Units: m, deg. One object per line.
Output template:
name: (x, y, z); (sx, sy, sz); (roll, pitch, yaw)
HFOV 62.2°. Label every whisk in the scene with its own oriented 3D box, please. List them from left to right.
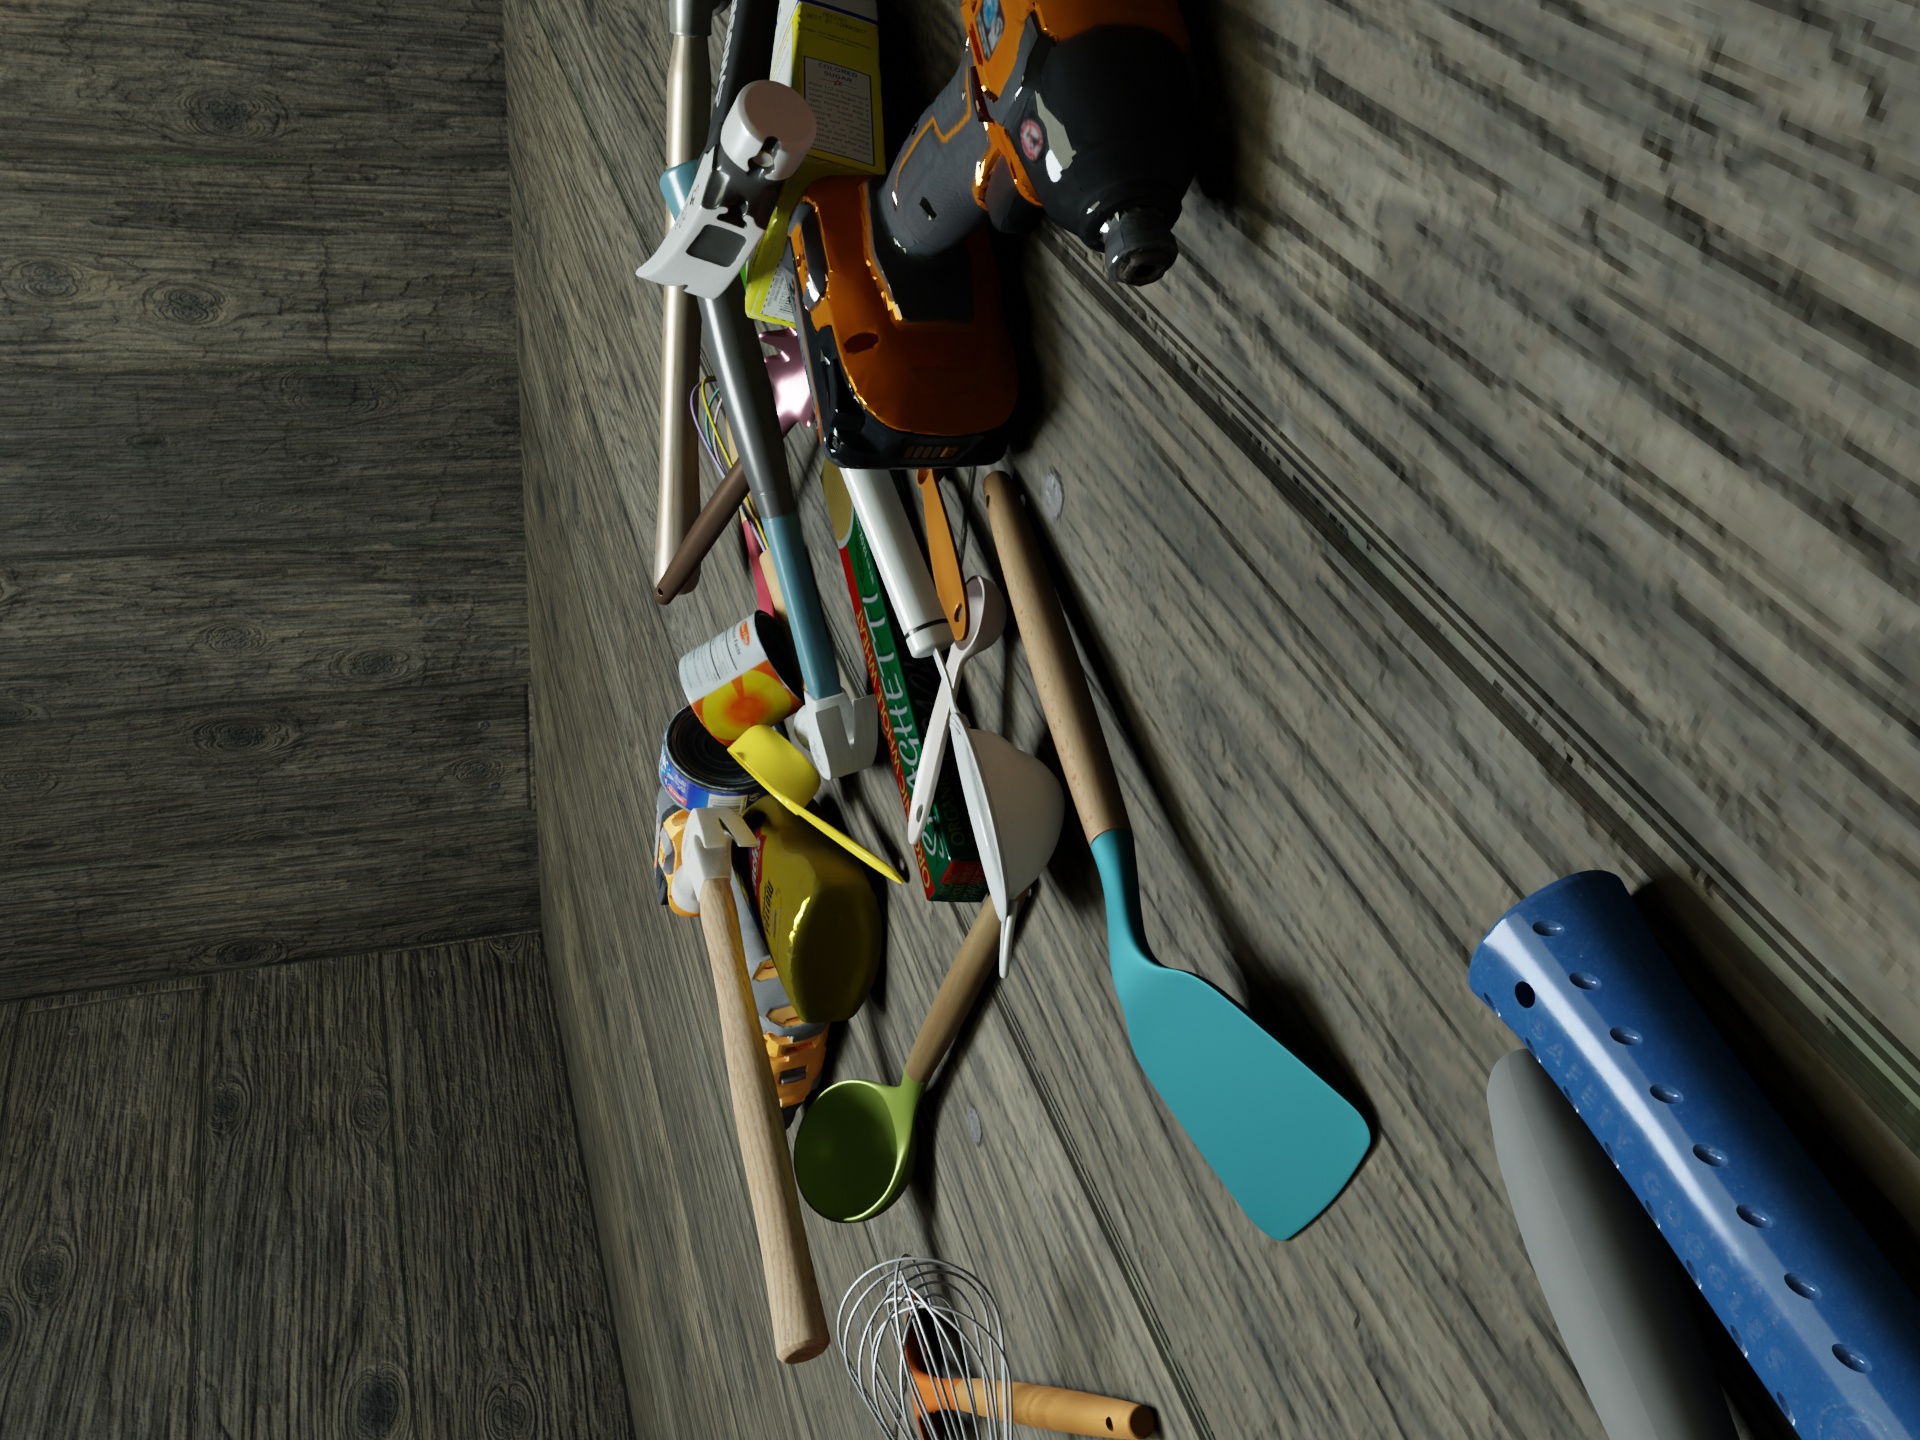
whisk: (-0.118, -0.122, 0.999); (0.047, 0.051, 0.245); (76, 175, -66)
whisk: (0.011, 0.359, 0.692); (0.070, 0.070, 0.284); (-165, 57, -69)
whisk: (0.154, 0.173, 0.304); (0.055, 0.055, 0.239); (109, 154, -51)

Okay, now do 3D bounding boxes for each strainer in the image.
strainer: (-0.007, -0.026, 0.642); (0.087, 0.050, 0.258); (108, 141, -80)

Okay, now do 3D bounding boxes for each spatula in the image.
spatula: (0.020, 0.319, 0.756); (0.322, 0.041, 0.081); (139, 123, -62)
spatula: (0.057, 0.022, 0.565); (0.082, 0.044, 0.318); (107, 155, -48)

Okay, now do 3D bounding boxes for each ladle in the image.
ladle: (-0.144, -0.157, 1.071); (0.069, 0.031, 0.316); (134, 130, -65)
ladle: (-0.026, 0.164, 0.790); (0.320, 0.062, 0.078); (112, 146, -49)

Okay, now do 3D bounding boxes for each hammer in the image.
hammer: (-0.182, -0.272, 1.035); (0.146, 0.038, 0.410); (-89, 5, -63)
hammer: (-0.121, 0.195, 0.912); (0.130, 0.031, 0.332); (112, 148, -50)
hammer: (-0.088, -0.342, 0.704); (0.146, 0.035, 0.335); (-34, 46, 58)
hammer: (-0.100, -0.123, 0.840); (0.128, 0.033, 0.330); (-141, 36, -68)
hammer: (0.191, 0.179, 0.208); (0.144, 0.035, 0.406); (102, 154, -42)

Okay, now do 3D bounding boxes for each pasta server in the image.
pasta server: (-0.132, -0.145, 0.937); (0.060, 0.040, 0.316); (56, 142, 6)

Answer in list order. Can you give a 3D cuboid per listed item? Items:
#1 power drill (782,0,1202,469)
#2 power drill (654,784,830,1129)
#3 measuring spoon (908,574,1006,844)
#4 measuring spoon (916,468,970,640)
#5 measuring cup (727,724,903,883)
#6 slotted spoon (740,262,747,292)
power drill: (0.009, -0.176, 0.556); (0.226, 0.084, 0.164); (133, 128, -60)
power drill: (-0.152, 0.169, 1.119); (0.185, 0.084, 0.226); (105, 148, -48)
measuring spoon: (-0.001, -0.002, 0.689); (0.034, 0.018, 0.124); (-129, 51, -64)
measuring spoon: (-0.005, -0.078, 0.699); (0.021, 0.011, 0.117); (122, 147, -42)
measuring cup: (-0.075, 0.046, 0.902); (0.157, 0.029, 0.062); (31, 166, 40)
slotted spoon: (-0.083, -0.348, 0.841); (0.313, 0.031, 0.070); (113, 145, -51)
